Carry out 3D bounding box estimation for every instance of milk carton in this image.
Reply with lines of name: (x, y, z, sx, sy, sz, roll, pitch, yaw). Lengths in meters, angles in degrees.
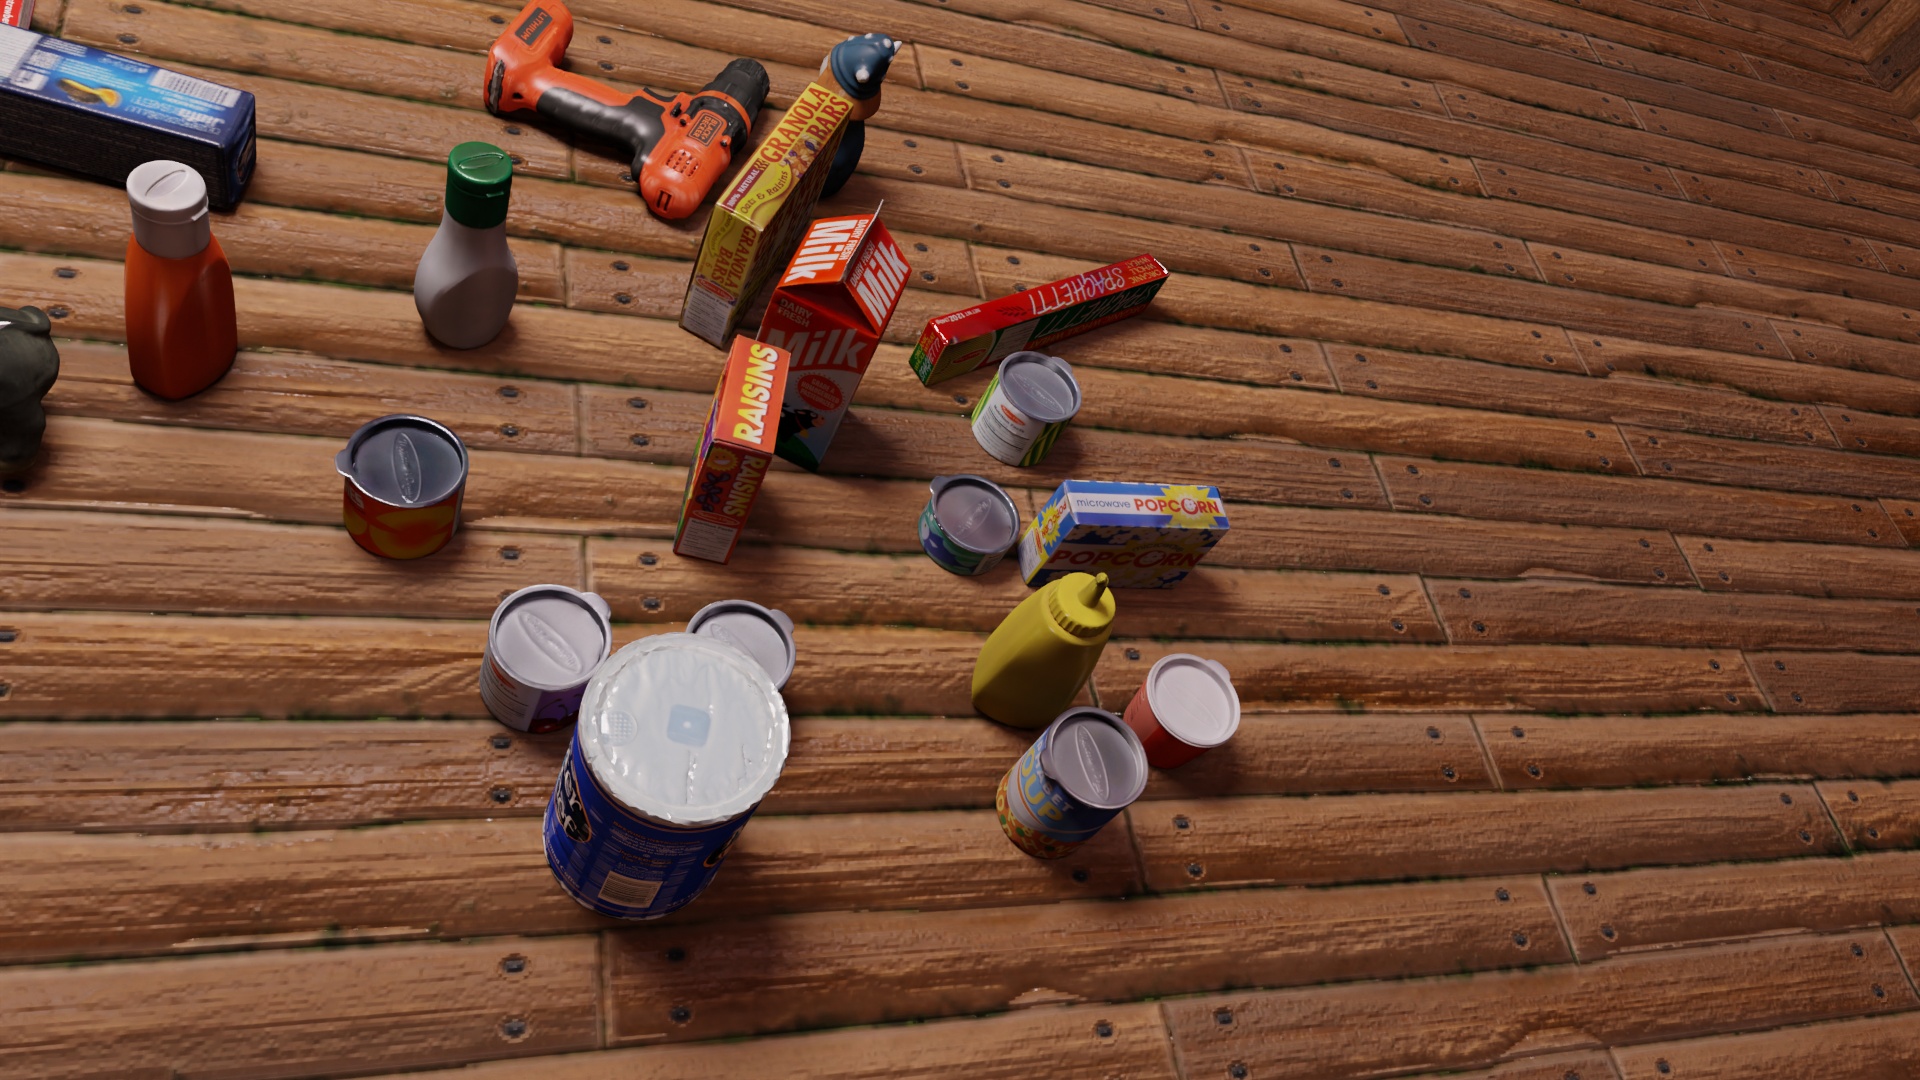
milk carton: (-0.090, -0.136, 0.910, 0.073, 0.189, 0.073, 26, 50, -7)

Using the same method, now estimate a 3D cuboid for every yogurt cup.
yogurt cup: (0.144, 0.117, 0.928, 0.072, 0.053, 0.073, 13, 53, -17)

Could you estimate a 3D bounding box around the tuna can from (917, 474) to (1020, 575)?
tuna can: (0.003, -0.012, 0.968, 0.071, 0.032, 0.071, 13, 53, -17)

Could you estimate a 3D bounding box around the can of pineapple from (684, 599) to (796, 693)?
can of pineapple: (-0.135, 0.077, 0.823, 0.071, 0.057, 0.071, 13, 53, -17)

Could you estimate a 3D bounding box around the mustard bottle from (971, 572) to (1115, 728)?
mustard bottle: (0.059, 0.062, 0.858, 0.065, 0.159, 0.049, 23, 50, -9)

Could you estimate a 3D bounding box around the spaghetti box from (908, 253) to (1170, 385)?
spaghetti box: (0.067, -0.179, 1.106, 0.251, 0.050, 0.029, -24, 69, -36)

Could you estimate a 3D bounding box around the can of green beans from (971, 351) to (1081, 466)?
can of green beans: (0.048, -0.097, 1.034, 0.071, 0.057, 0.071, 13, 53, -17)

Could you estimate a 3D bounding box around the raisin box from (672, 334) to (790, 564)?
raisin box: (-0.144, -0.055, 0.870, 0.040, 0.122, 0.086, 16, 52, -15)

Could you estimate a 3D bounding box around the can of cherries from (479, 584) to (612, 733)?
can of cherries: (-0.232, 0.066, 0.785, 0.071, 0.058, 0.072, 13, 53, -17)

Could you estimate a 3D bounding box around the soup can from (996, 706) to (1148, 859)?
soup can: (0.064, 0.149, 0.848, 0.071, 0.083, 0.072, 13, 53, -17)

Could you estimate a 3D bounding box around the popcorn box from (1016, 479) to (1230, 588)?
popcorn box: (0.113, -0.003, 0.979, 0.127, 0.084, 0.038, 1, 57, -24)

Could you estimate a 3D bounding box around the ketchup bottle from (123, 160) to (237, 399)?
ketchup bottle: (-0.439, -0.146, 0.780, 0.043, 0.148, 0.065, 29, 50, -4)

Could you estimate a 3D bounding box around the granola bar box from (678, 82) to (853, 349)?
granola bar box: (-0.141, -0.235, 1.000, 0.039, 0.123, 0.166, 28, 50, -5)

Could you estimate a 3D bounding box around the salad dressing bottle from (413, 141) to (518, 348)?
salad dressing bottle: (-0.306, -0.183, 0.870, 0.064, 0.147, 0.044, -25, 70, -36)

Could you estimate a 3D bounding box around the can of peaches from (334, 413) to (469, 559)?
can of peaches: (-0.327, -0.031, 0.810, 0.071, 0.057, 0.071, 13, 53, -17)
